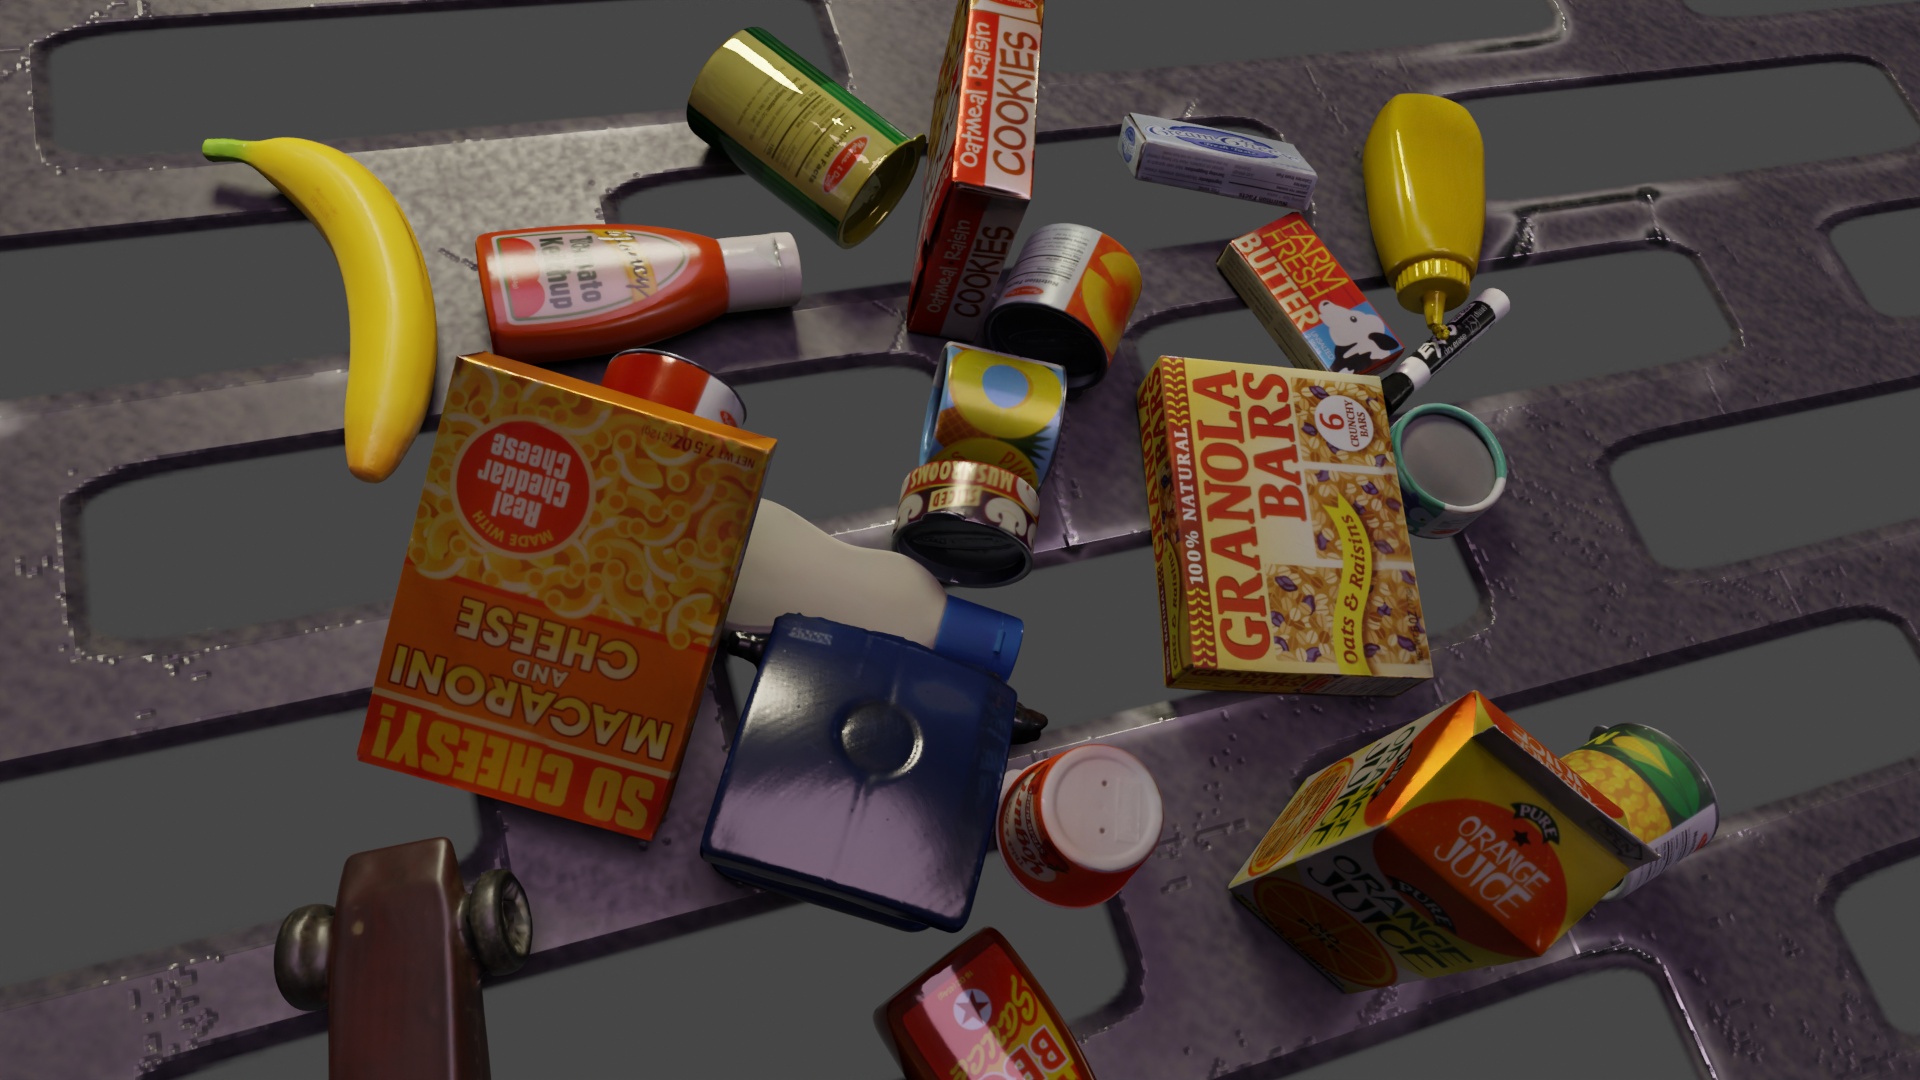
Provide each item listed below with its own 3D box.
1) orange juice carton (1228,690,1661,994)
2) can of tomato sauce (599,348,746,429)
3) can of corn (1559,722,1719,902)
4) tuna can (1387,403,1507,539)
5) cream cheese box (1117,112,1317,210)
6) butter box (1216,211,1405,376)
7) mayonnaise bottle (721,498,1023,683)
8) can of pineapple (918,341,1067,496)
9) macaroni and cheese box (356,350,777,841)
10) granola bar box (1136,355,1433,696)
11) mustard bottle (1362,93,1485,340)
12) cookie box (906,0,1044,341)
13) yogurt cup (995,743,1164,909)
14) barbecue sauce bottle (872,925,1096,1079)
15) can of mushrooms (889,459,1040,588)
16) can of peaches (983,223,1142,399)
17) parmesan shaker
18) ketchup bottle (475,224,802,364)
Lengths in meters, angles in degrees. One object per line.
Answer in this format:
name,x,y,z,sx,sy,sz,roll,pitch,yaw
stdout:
orange juice carton,0.188,0.121,0.554,0.072,0.191,0.073,41,65,6
can of tomato sauce,-0.142,-0.032,0.619,0.071,0.071,0.083,18,64,-5
can of corn,0.305,0.126,0.652,0.058,0.071,0.071,-22,73,-21
tuna can,0.249,-0.039,0.733,0.071,0.032,0.071,5,65,-11
cream cheese box,0.144,-0.213,0.780,0.104,0.024,0.053,8,31,-10
butter box,0.192,-0.130,0.766,0.053,0.024,0.103,-27,74,-23
mayonnaise bottle,-0.047,0.030,0.627,0.148,0.041,0.065,19,70,-6
can of pineapple,0.015,-0.056,0.666,0.058,0.070,0.071,11,64,-8
macaroni and cheese box,-0.156,0.022,0.556,0.124,0.040,0.166,17,99,-5
granola bar box,0.158,-0.007,0.693,0.124,0.039,0.166,4,65,-12
mustard bottle,0.266,-0.180,0.793,0.065,0.048,0.161,10,65,-8
cookie box,0.007,-0.203,0.701,0.040,0.122,0.168,9,64,-8
yogurt cup,0.054,0.121,0.600,0.072,0.053,0.072,5,65,-12
barbecue sauce bottle,0.031,0.231,0.550,0.065,0.043,0.149,-31,76,-25
can of mushrooms,0.002,-0.008,0.639,0.071,0.070,0.033,14,62,-7
can of peaches,0.053,-0.116,0.706,0.071,0.071,0.058,25,62,-1
parmesan shaker,-0.079,-0.209,0.714,0.103,0.071,0.071,39,63,7
ketchup bottle,-0.153,-0.124,0.671,0.149,0.043,0.065,-10,68,-18
